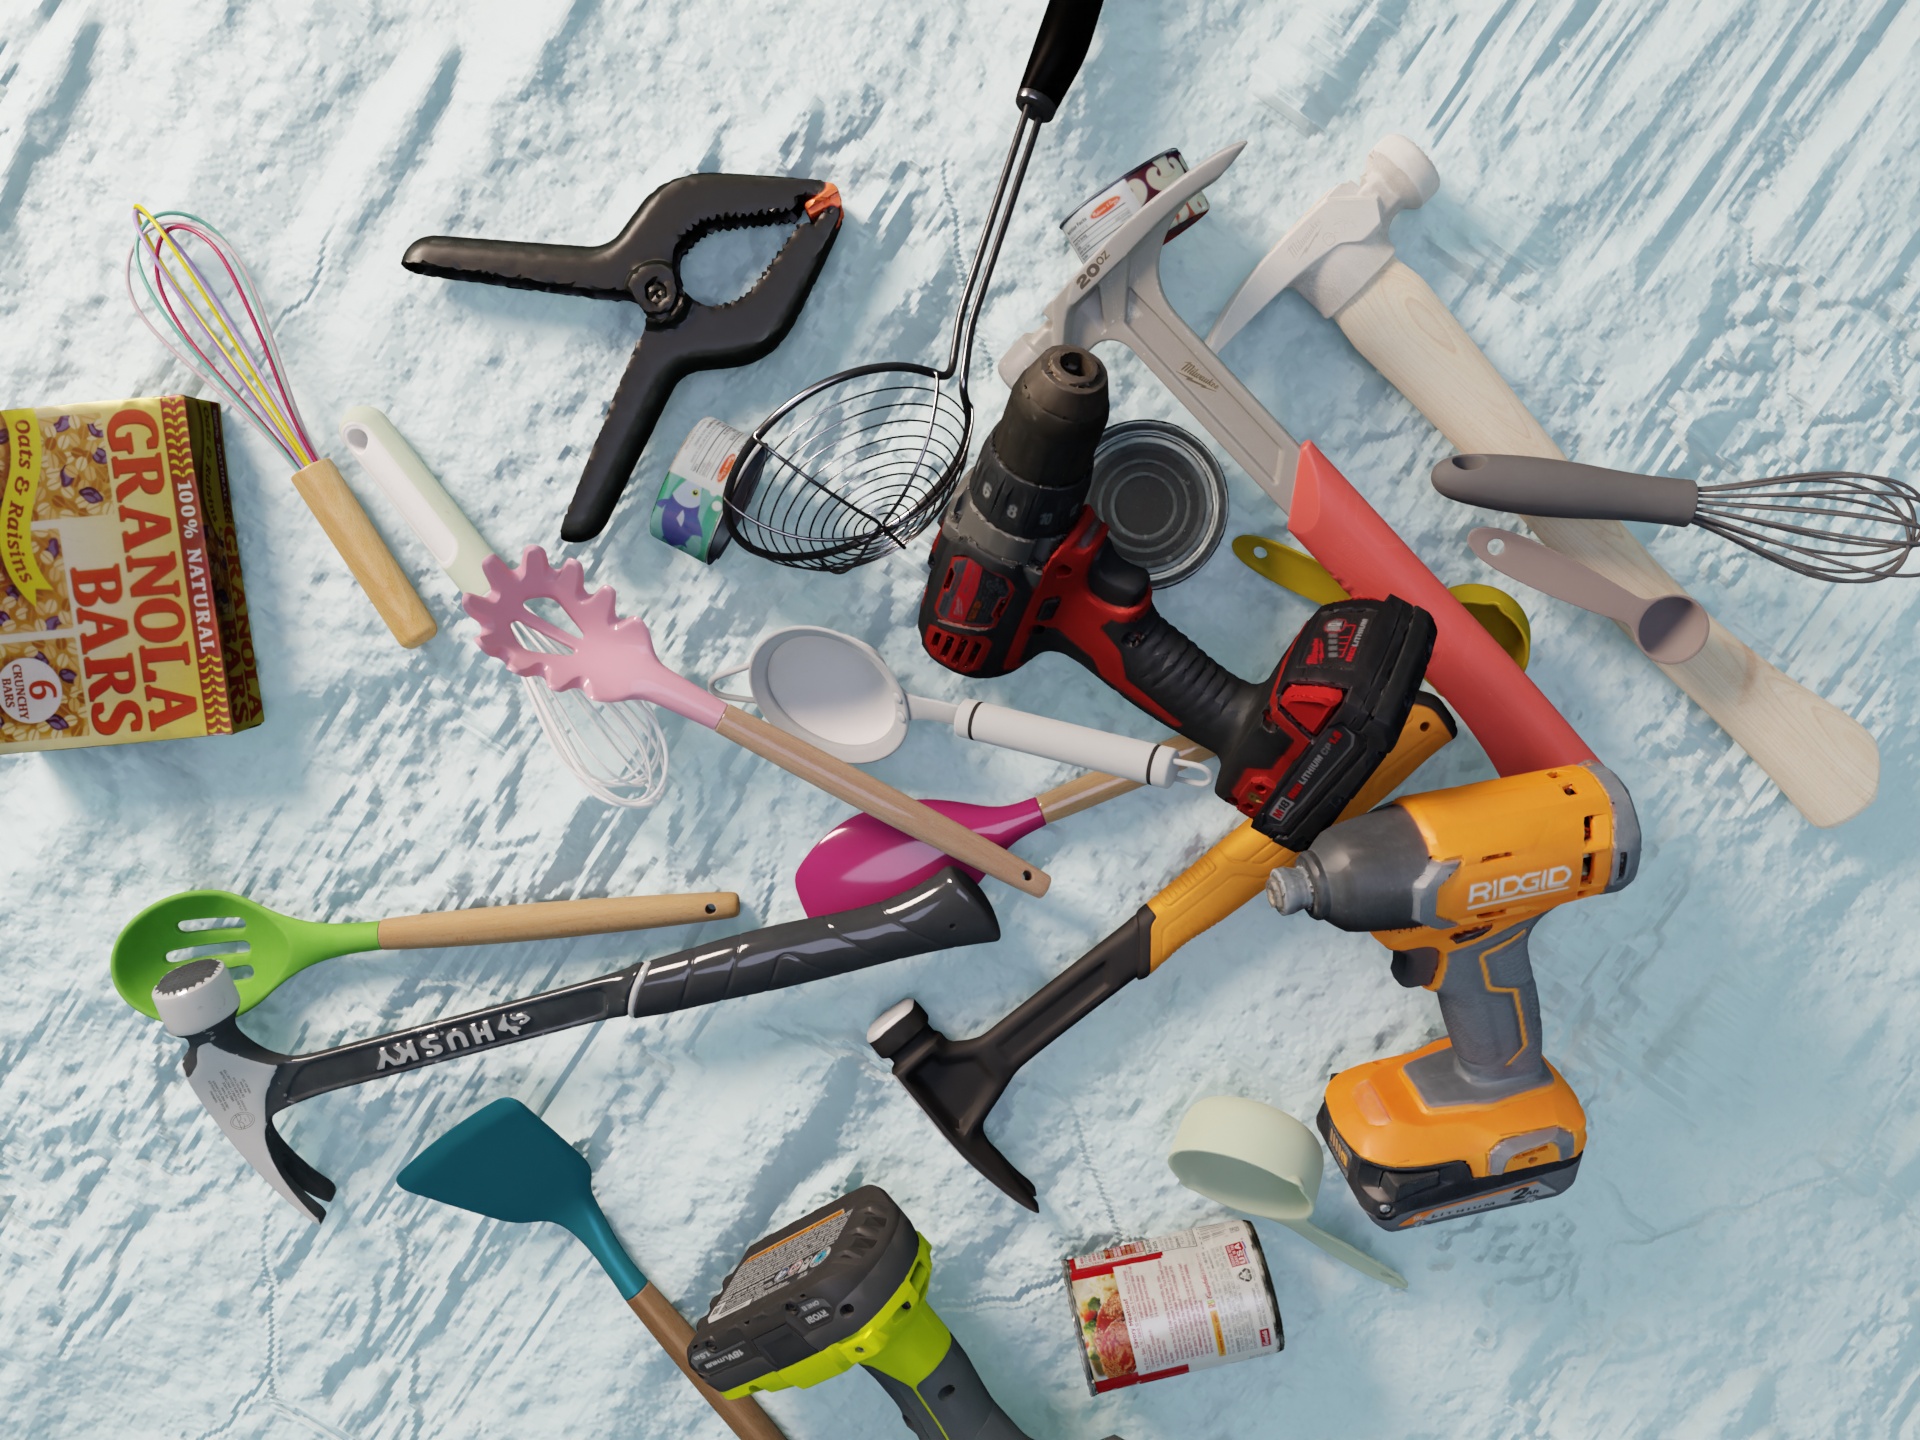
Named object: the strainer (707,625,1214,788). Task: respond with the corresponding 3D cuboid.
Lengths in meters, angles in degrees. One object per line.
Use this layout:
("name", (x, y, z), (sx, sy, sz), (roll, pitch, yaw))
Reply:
("strainer", (-0.001, -0.002, 0.764), (0.258, 0.050, 0.086), (14, 134, 23))

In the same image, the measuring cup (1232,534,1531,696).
("measuring cup", (0.212, -0.063, 0.803), (0.156, 0.029, 0.062), (26, 131, 10))

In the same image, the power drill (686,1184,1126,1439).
("power drill", (-0.026, 0.360, 0.809), (0.171, 0.080, 0.223), (-35, 98, 29))

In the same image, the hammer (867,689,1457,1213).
("hammer", (0.118, 0.105, 0.816), (0.337, 0.034, 0.127), (-39, 95, 3))

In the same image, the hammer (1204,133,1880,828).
("hammer", (0.301, -0.091, 0.796), (0.146, 0.038, 0.410), (-45, 95, 5))

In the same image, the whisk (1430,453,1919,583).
("whisk", (0.344, -0.100, 0.754), (0.239, 0.055, 0.055), (8, 96, 4))

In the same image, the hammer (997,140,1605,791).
("hammer", (0.190, -0.090, 0.745), (0.359, 0.037, 0.149), (45, 115, -9))

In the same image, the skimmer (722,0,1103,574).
("skimmer", (-0.008, -0.241, 0.762), (0.090, 0.127, 0.363), (15, 84, 30))

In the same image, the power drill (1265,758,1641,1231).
("power drill", (0.224, 0.132, 0.753), (0.164, 0.084, 0.226), (-10, 120, -7))

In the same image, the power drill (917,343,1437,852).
("power drill", (0.096, -0.055, 0.721), (0.227, 0.187, 0.080), (28, 52, 5))

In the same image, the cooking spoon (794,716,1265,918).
("cooking spoon", (0.065, 0.036, 0.815), (0.319, 0.017, 0.068), (-23, 96, 3))

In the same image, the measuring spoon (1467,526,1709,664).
("measuring spoon", (0.305, -0.065, 0.778), (0.124, 0.018, 0.034), (26, 103, 4))

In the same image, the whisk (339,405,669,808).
("whisk", (-0.227, -0.056, 0.790), (0.058, 0.059, 0.246), (-37, 92, 31))

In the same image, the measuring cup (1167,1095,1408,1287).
("measuring cup", (0.181, 0.246, 0.827), (0.167, 0.083, 0.038), (37, 58, -22))

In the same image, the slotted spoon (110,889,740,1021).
("slotted spoon", (-0.270, 0.110, 0.816), (0.313, 0.031, 0.070), (-5, 97, -2))

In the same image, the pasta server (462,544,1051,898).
("pasta server", (-0.092, 0.011, 0.774), (0.316, 0.040, 0.060), (29, 78, -10))

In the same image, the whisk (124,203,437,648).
("whisk", (-0.332, -0.143, 0.784), (0.047, 0.051, 0.245), (-23, 102, 36))

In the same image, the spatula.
("spatula", (-0.157, 0.324, 0.832), (0.082, 0.044, 0.317), (-37, 97, 12))

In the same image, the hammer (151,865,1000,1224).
("hammer", (-0.180, 0.146, 0.803), (0.409, 0.036, 0.149), (-14, 111, 0))
